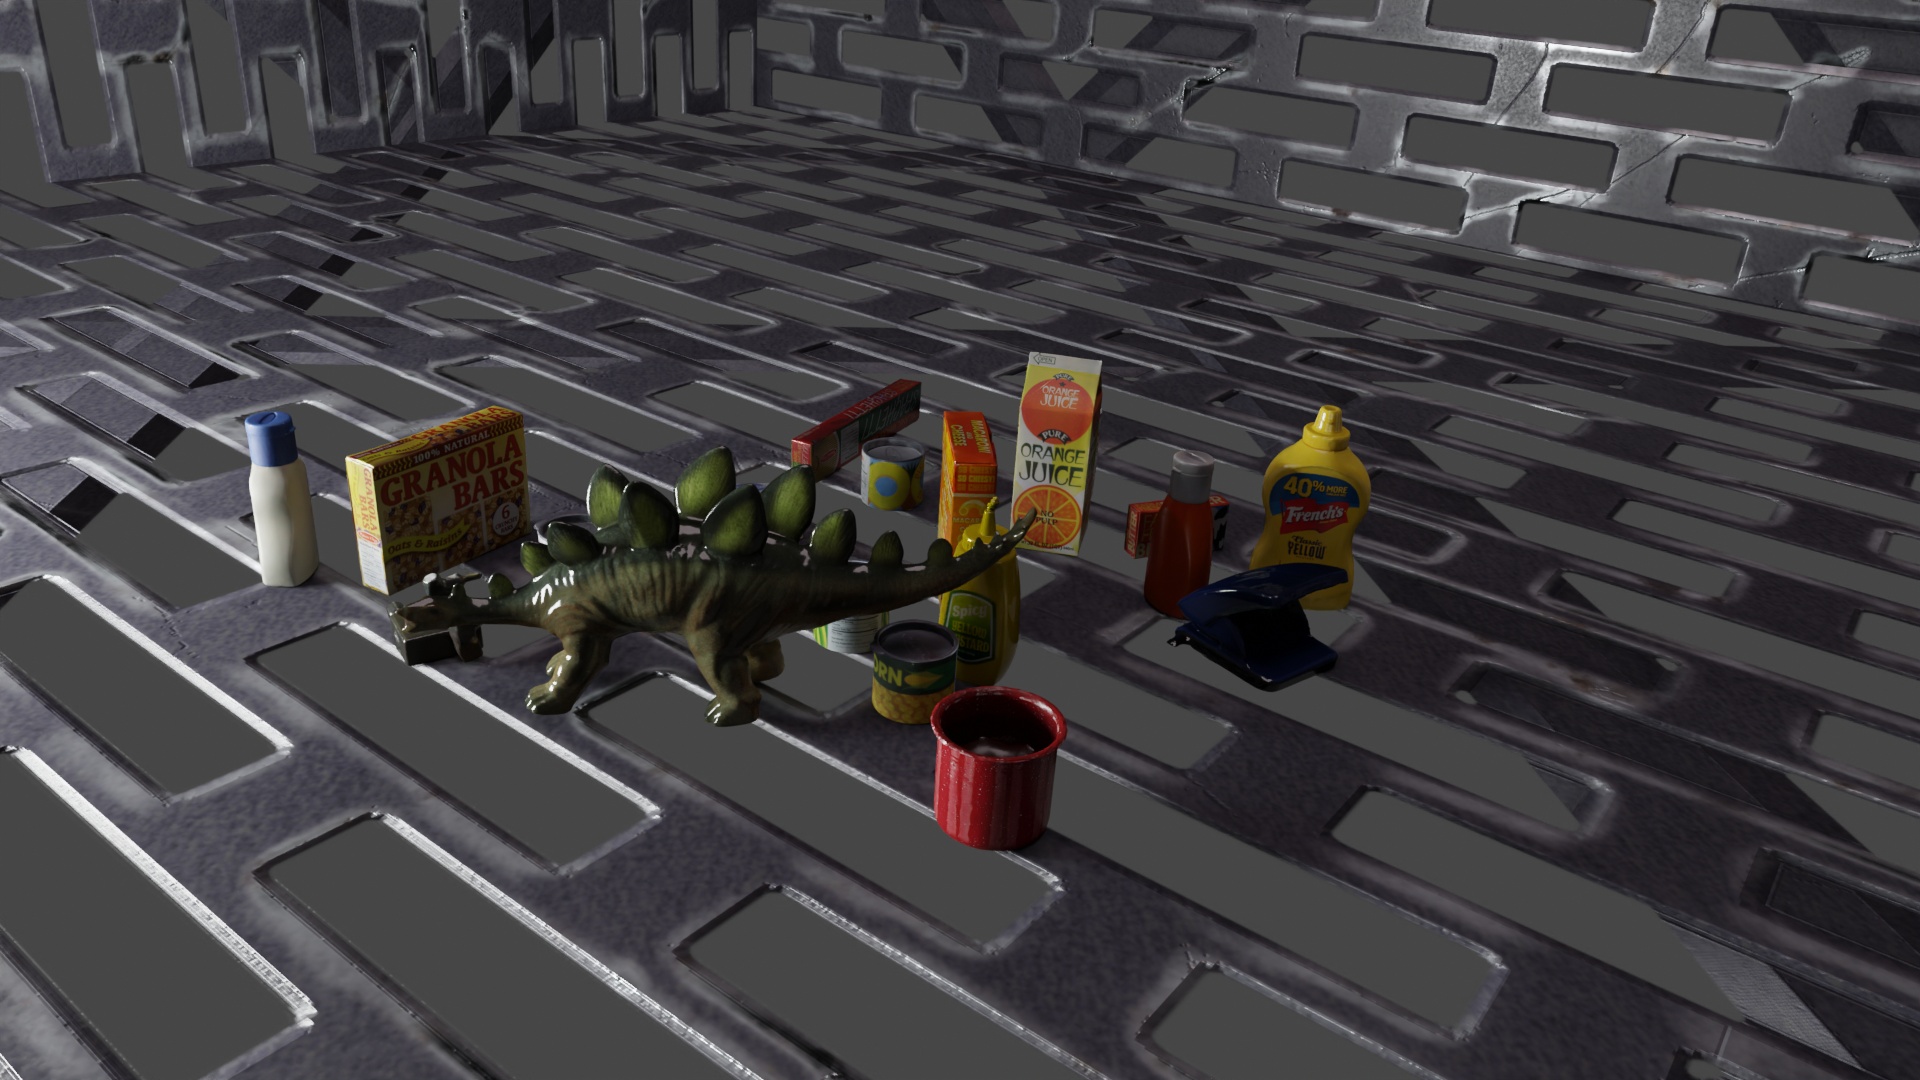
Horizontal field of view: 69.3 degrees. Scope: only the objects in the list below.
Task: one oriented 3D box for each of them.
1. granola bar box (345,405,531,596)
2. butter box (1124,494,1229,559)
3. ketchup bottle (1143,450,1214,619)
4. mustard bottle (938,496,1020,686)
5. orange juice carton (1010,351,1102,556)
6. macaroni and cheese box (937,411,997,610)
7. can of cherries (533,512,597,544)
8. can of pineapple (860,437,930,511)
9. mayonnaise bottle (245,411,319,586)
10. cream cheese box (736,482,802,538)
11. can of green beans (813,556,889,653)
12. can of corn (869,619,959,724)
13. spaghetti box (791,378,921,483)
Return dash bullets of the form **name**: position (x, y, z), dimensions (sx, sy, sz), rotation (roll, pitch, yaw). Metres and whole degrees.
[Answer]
- **granola bar box**: position (-0.466, -0.039, 1.252), dimensions (0.039, 0.123, 0.166), rotation (17, 28, 26)
- **butter box**: position (0.215, -0.014, 1.380), dimensions (0.104, 0.053, 0.024), rotation (-5, 27, -19)
- **ketchup bottle**: position (0.200, -0.006, 1.251), dimensions (0.044, 0.148, 0.065), rotation (-11, 29, -29)
- **mustard bottle**: position (0.017, 0.038, 1.118), dimensions (0.065, 0.159, 0.049), rotation (13, 27, 18)
- **orange juice carton**: position (0.095, -0.089, 1.358), dimensions (0.072, 0.191, 0.073), rotation (8, 25, 9)
- **macaroni and cheese box**: position (0.004, -0.015, 1.221), dimensions (0.040, 0.165, 0.124), rotation (1, 25, -6)
- **can of cherries**: position (-0.342, 0.014, 1.234), dimensions (0.071, 0.058, 0.072), rotation (3, 25, -1)
- **can of pineapple**: position (-0.069, -0.069, 1.449), dimensions (0.071, 0.057, 0.071), rotation (3, 25, -1)
- **mayonnaise bottle**: position (-0.589, -0.037, 1.203), dimensions (0.041, 0.147, 0.065), rotation (1, 25, -6)
- **cream cheese box**: position (-0.204, -0.027, 1.347), dimensions (0.104, 0.053, 0.024), rotation (-2, 26, -13)
- **can of green beans**: position (-0.092, 0.056, 1.184), dimensions (0.071, 0.057, 0.071), rotation (3, 25, -1)
- **can of corn**: position (-0.038, 0.104, 1.091), dimensions (0.071, 0.058, 0.071), rotation (3, 25, -1)
- **spaghetti box**: position (-0.113, -0.127, 1.572), dimensions (0.029, 0.050, 0.251), rotation (15, 28, 22)
